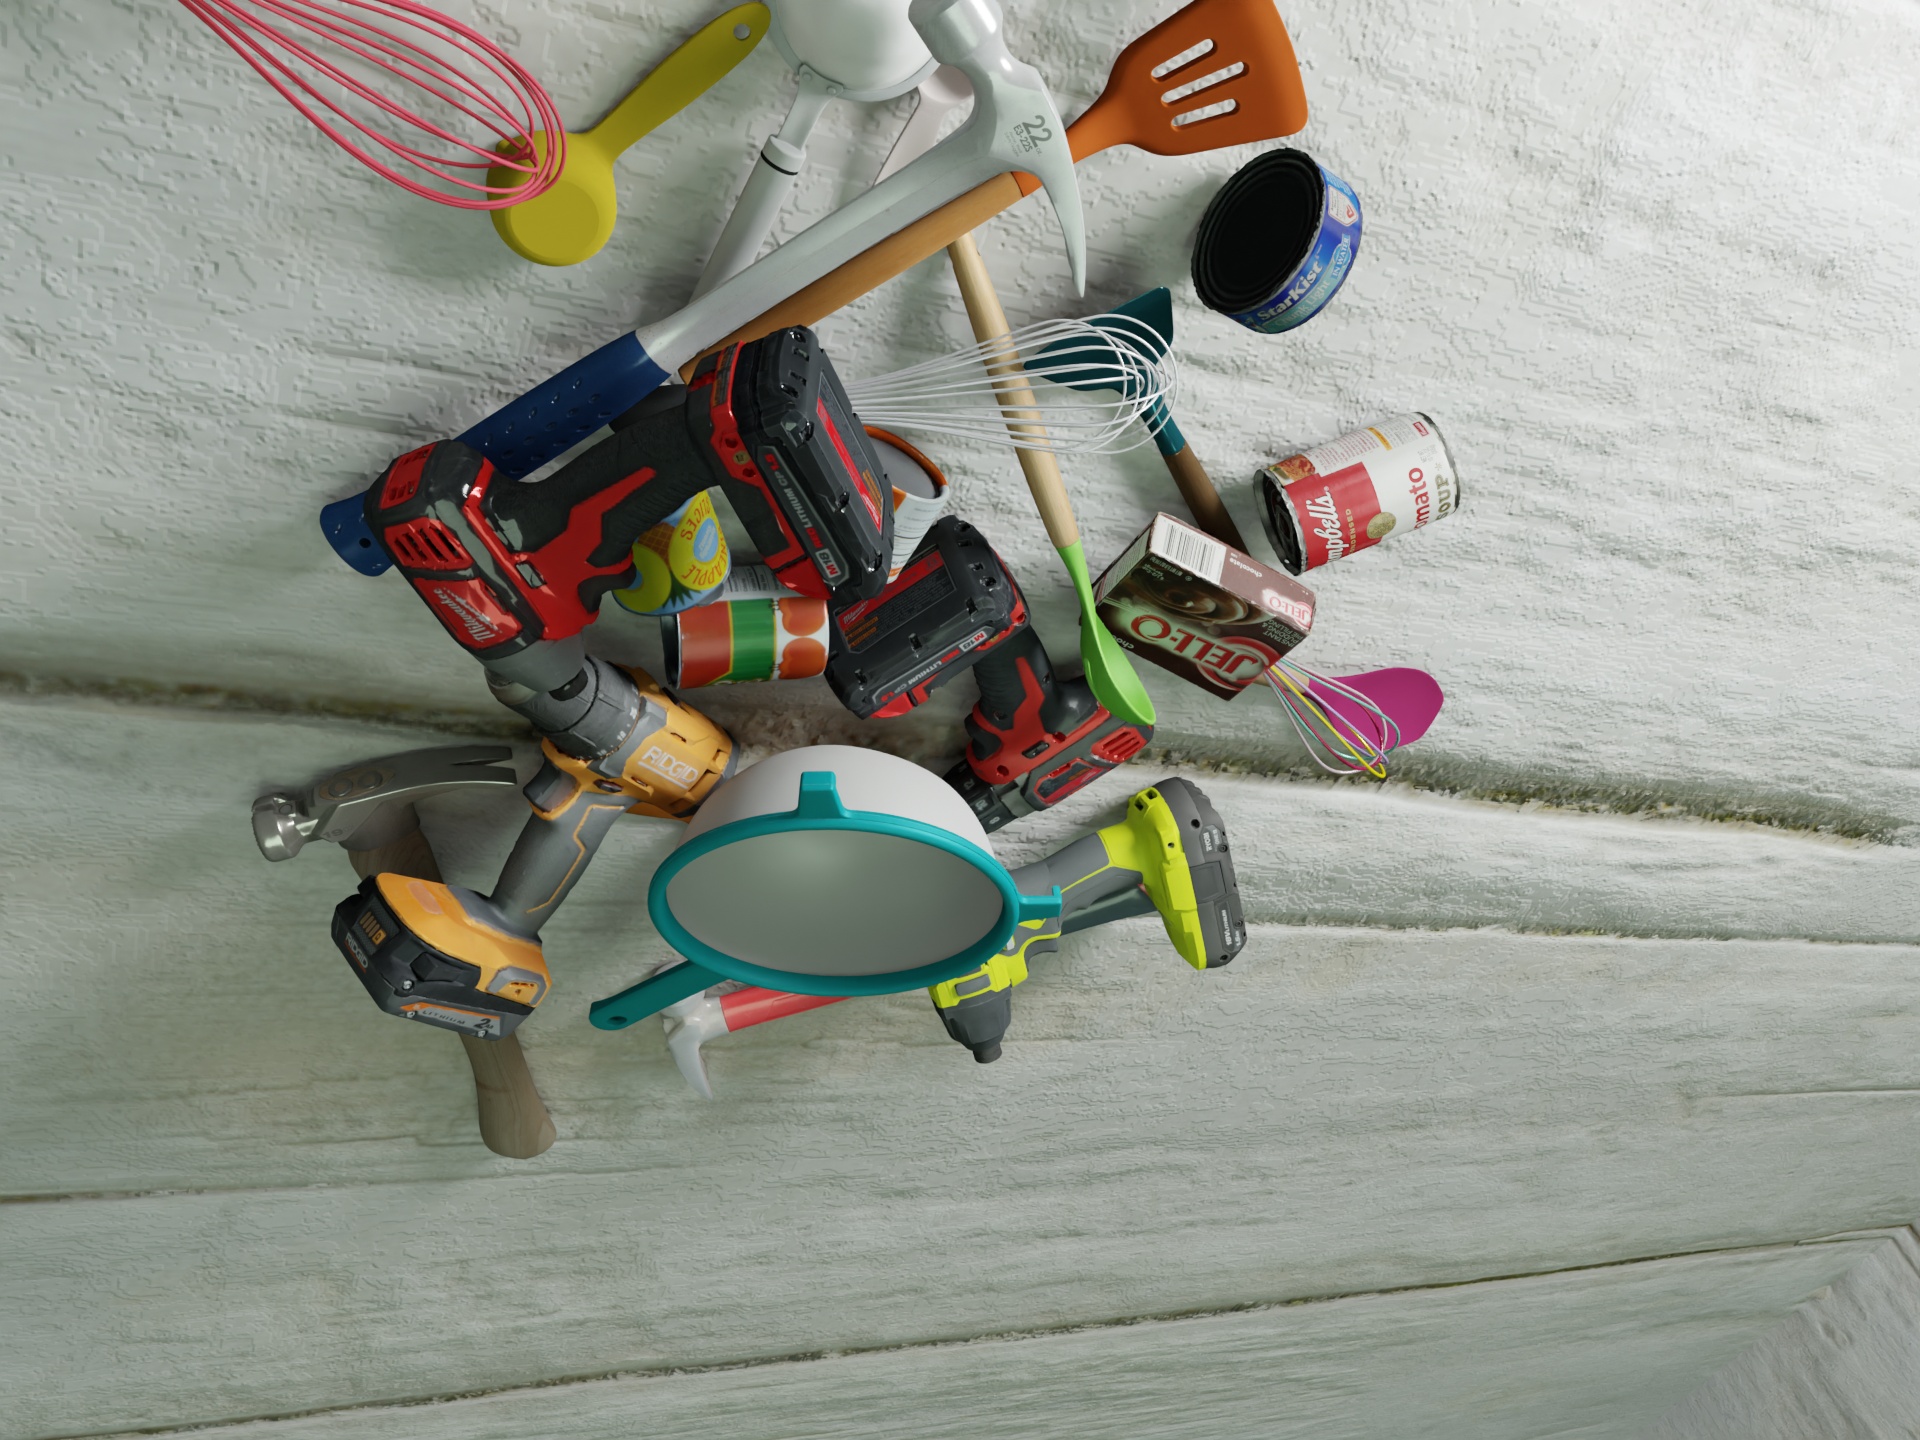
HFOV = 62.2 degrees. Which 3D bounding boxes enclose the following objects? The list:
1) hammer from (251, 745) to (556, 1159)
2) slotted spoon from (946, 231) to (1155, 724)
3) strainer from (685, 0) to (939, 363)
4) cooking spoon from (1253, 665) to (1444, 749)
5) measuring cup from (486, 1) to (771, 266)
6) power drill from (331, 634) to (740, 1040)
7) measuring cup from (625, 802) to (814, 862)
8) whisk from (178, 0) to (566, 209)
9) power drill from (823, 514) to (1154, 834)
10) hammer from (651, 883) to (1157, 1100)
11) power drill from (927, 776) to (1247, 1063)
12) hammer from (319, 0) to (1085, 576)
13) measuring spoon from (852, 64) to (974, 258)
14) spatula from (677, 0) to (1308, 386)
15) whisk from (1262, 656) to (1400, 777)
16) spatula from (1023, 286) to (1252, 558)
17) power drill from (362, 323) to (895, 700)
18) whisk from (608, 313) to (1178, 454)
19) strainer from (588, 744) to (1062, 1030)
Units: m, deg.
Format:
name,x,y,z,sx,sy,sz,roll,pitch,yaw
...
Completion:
name,x,y,z,sx,sy,sz,roll,pitch,yaw
hammer,-0.322,0.173,1.055,0.146,0.038,0.410,-15,137,-10
slotted spoon,0.049,-0.121,0.866,0.031,0.070,0.313,-18,123,9
strainer,-0.075,-0.260,0.715,0.086,0.050,0.258,23,126,-19
cooking spoon,0.213,-0.031,1.078,0.318,0.017,0.068,12,116,-32
measuring cup,-0.142,-0.254,0.691,0.156,0.029,0.062,-32,136,19
power drill,-0.247,0.060,0.886,0.226,0.084,0.185,-49,148,0
measuring cup,-0.160,0.077,1.009,0.173,0.052,0.095,15,126,-36
whisk,-0.287,-0.278,0.599,0.295,0.073,0.073,22,122,-30
power drill,-0.002,-0.003,0.981,0.188,0.080,0.226,-33,139,12
hammer,-0.027,0.185,1.185,0.386,0.038,0.143,-15,138,-8
power drill,0.079,0.140,1.120,0.223,0.080,0.171,-17,110,-6
hammer,-0.129,-0.171,0.736,0.405,0.035,0.143,-27,130,18
measuring spoon,-0.025,-0.269,0.747,0.034,0.018,0.124,11,135,-26
spatula,0.007,-0.240,0.755,0.322,0.041,0.080,-29,126,4
whisk,0.207,-0.032,1.031,0.244,0.047,0.051,37,142,-30
spatula,0.133,-0.135,0.922,0.082,0.044,0.317,-26,139,15
power drill,-0.148,-0.085,0.740,0.219,0.079,0.143,-16,130,14
whisk,-0.035,-0.157,0.786,0.284,0.070,0.070,-3,137,5
strainer,-0.117,0.101,0.965,0.210,0.095,0.340,29,137,-36
